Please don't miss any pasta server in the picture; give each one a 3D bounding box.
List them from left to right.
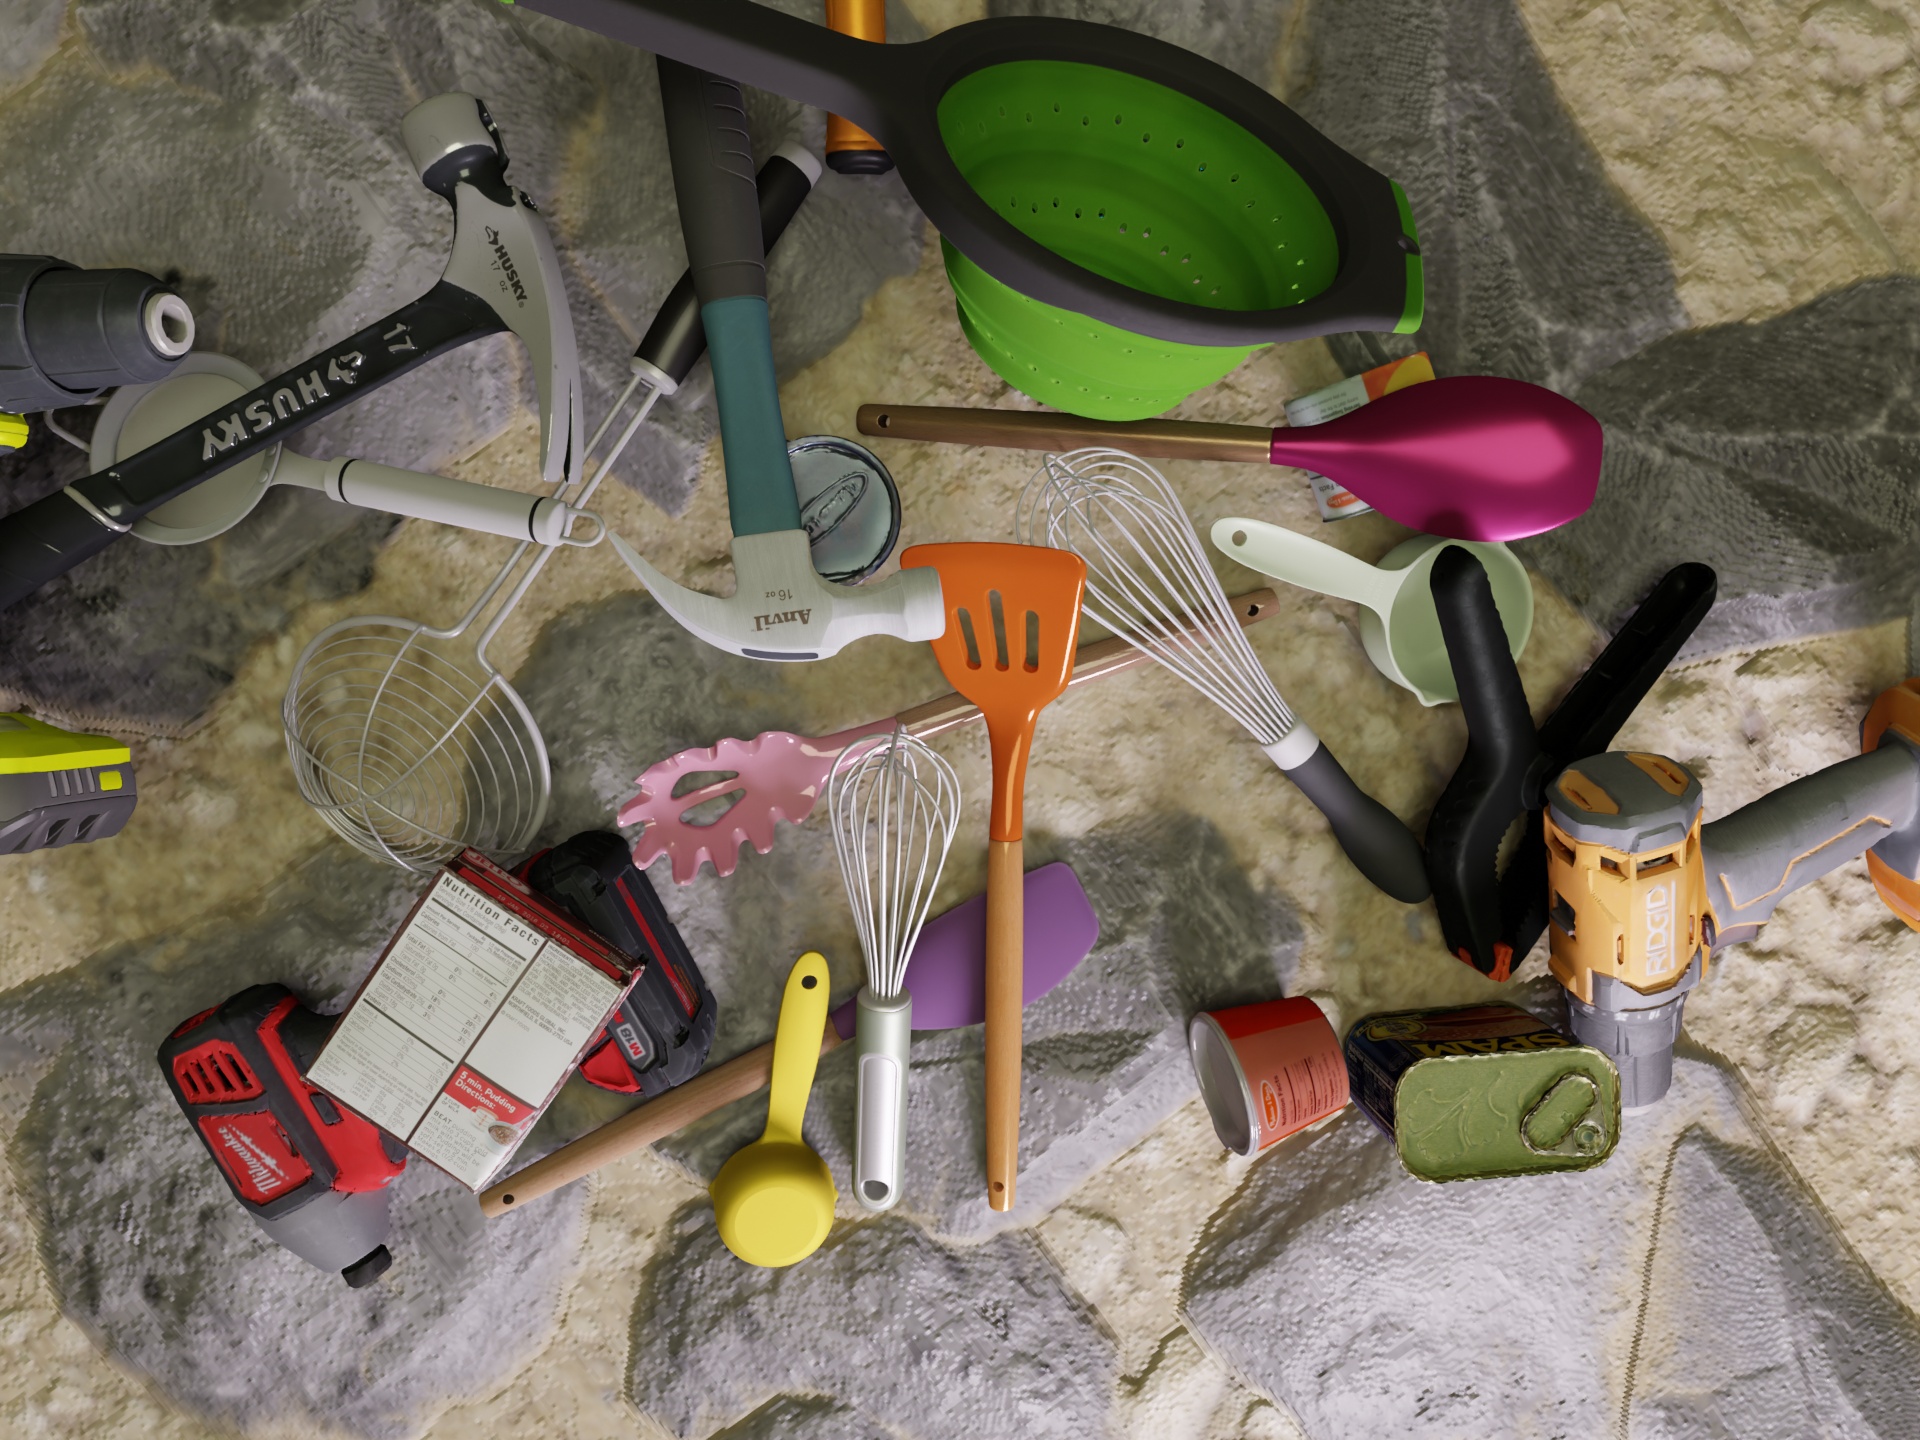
[{"bbox_3d":[-0.001,-0.002,0.726,0.316,0.040,0.060,-19,105,-3],"label":"pasta server"}]

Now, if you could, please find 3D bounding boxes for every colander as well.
[{"bbox_3d":[-0.016,-0.213,0.640,0.397,0.205,0.094,16,138,-8],"label":"colander"}]

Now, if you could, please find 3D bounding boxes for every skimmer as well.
[{"bbox_3d":[-0.169,-0.096,0.710,0.127,0.090,0.363,32,82,-2],"label":"skimmer"}]

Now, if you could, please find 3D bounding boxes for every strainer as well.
[{"bbox_3d":[-0.265,-0.101,0.669,0.258,0.050,0.087,13,82,15],"label":"strainer"}]

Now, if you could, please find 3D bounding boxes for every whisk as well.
[{"bbox_3d":[-0.033,0.116,0.708,0.058,0.059,0.246,5,112,5],"label":"whisk"},{"bbox_3d":[0.128,-0.013,0.712,0.070,0.070,0.284,-44,110,1],"label":"whisk"}]

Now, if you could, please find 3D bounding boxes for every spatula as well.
[{"bbox_3d":[-0.080,0.157,0.745,0.316,0.018,0.059,-26,101,-2],"label":"spatula"},{"bbox_3d":[0.017,0.078,0.713,0.081,0.041,0.322,4,105,16],"label":"spatula"}]

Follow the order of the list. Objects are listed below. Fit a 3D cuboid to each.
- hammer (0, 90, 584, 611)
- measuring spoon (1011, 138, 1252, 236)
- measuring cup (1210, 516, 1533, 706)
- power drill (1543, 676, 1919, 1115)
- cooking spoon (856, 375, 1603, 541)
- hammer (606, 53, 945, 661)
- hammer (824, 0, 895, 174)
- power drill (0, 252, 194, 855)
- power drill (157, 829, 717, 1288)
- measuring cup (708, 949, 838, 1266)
[{"bbox_3d":[-0.334,-0.091,0.650,0.409,0.036,0.149,-24,89,13],"label":"hammer"},{"bbox_3d":[0.069,-0.237,0.722,0.128,0.021,0.042,-3,102,6],"label":"measuring spoon"},{"bbox_3d":[0.179,-0.062,0.715,0.167,0.038,0.083,17,98,-18],"label":"measuring cup"},{"bbox_3d":[0.377,0.083,0.726,0.226,0.084,0.185,-15,118,-4],"label":"power drill"},{"bbox_3d":[0.108,-0.120,0.687,0.319,0.017,0.068,6,102,13],"label":"cooking spoon"},{"bbox_3d":[-0.095,-0.185,0.663,0.128,0.033,0.331,-9,80,-5],"label":"hammer"},{"bbox_3d":[-0.045,-0.403,0.655,0.034,0.127,0.337,-3,101,-8],"label":"hammer"},{"bbox_3d":[-0.380,-0.066,0.607,0.190,0.080,0.228,1,93,13],"label":"power drill"},{"bbox_3d":[-0.227,0.153,0.708,0.219,0.078,0.143,-27,96,2],"label":"power drill"},{"bbox_3d":[-0.078,0.180,0.727,0.062,0.029,0.156,7,107,-11],"label":"measuring cup"}]
